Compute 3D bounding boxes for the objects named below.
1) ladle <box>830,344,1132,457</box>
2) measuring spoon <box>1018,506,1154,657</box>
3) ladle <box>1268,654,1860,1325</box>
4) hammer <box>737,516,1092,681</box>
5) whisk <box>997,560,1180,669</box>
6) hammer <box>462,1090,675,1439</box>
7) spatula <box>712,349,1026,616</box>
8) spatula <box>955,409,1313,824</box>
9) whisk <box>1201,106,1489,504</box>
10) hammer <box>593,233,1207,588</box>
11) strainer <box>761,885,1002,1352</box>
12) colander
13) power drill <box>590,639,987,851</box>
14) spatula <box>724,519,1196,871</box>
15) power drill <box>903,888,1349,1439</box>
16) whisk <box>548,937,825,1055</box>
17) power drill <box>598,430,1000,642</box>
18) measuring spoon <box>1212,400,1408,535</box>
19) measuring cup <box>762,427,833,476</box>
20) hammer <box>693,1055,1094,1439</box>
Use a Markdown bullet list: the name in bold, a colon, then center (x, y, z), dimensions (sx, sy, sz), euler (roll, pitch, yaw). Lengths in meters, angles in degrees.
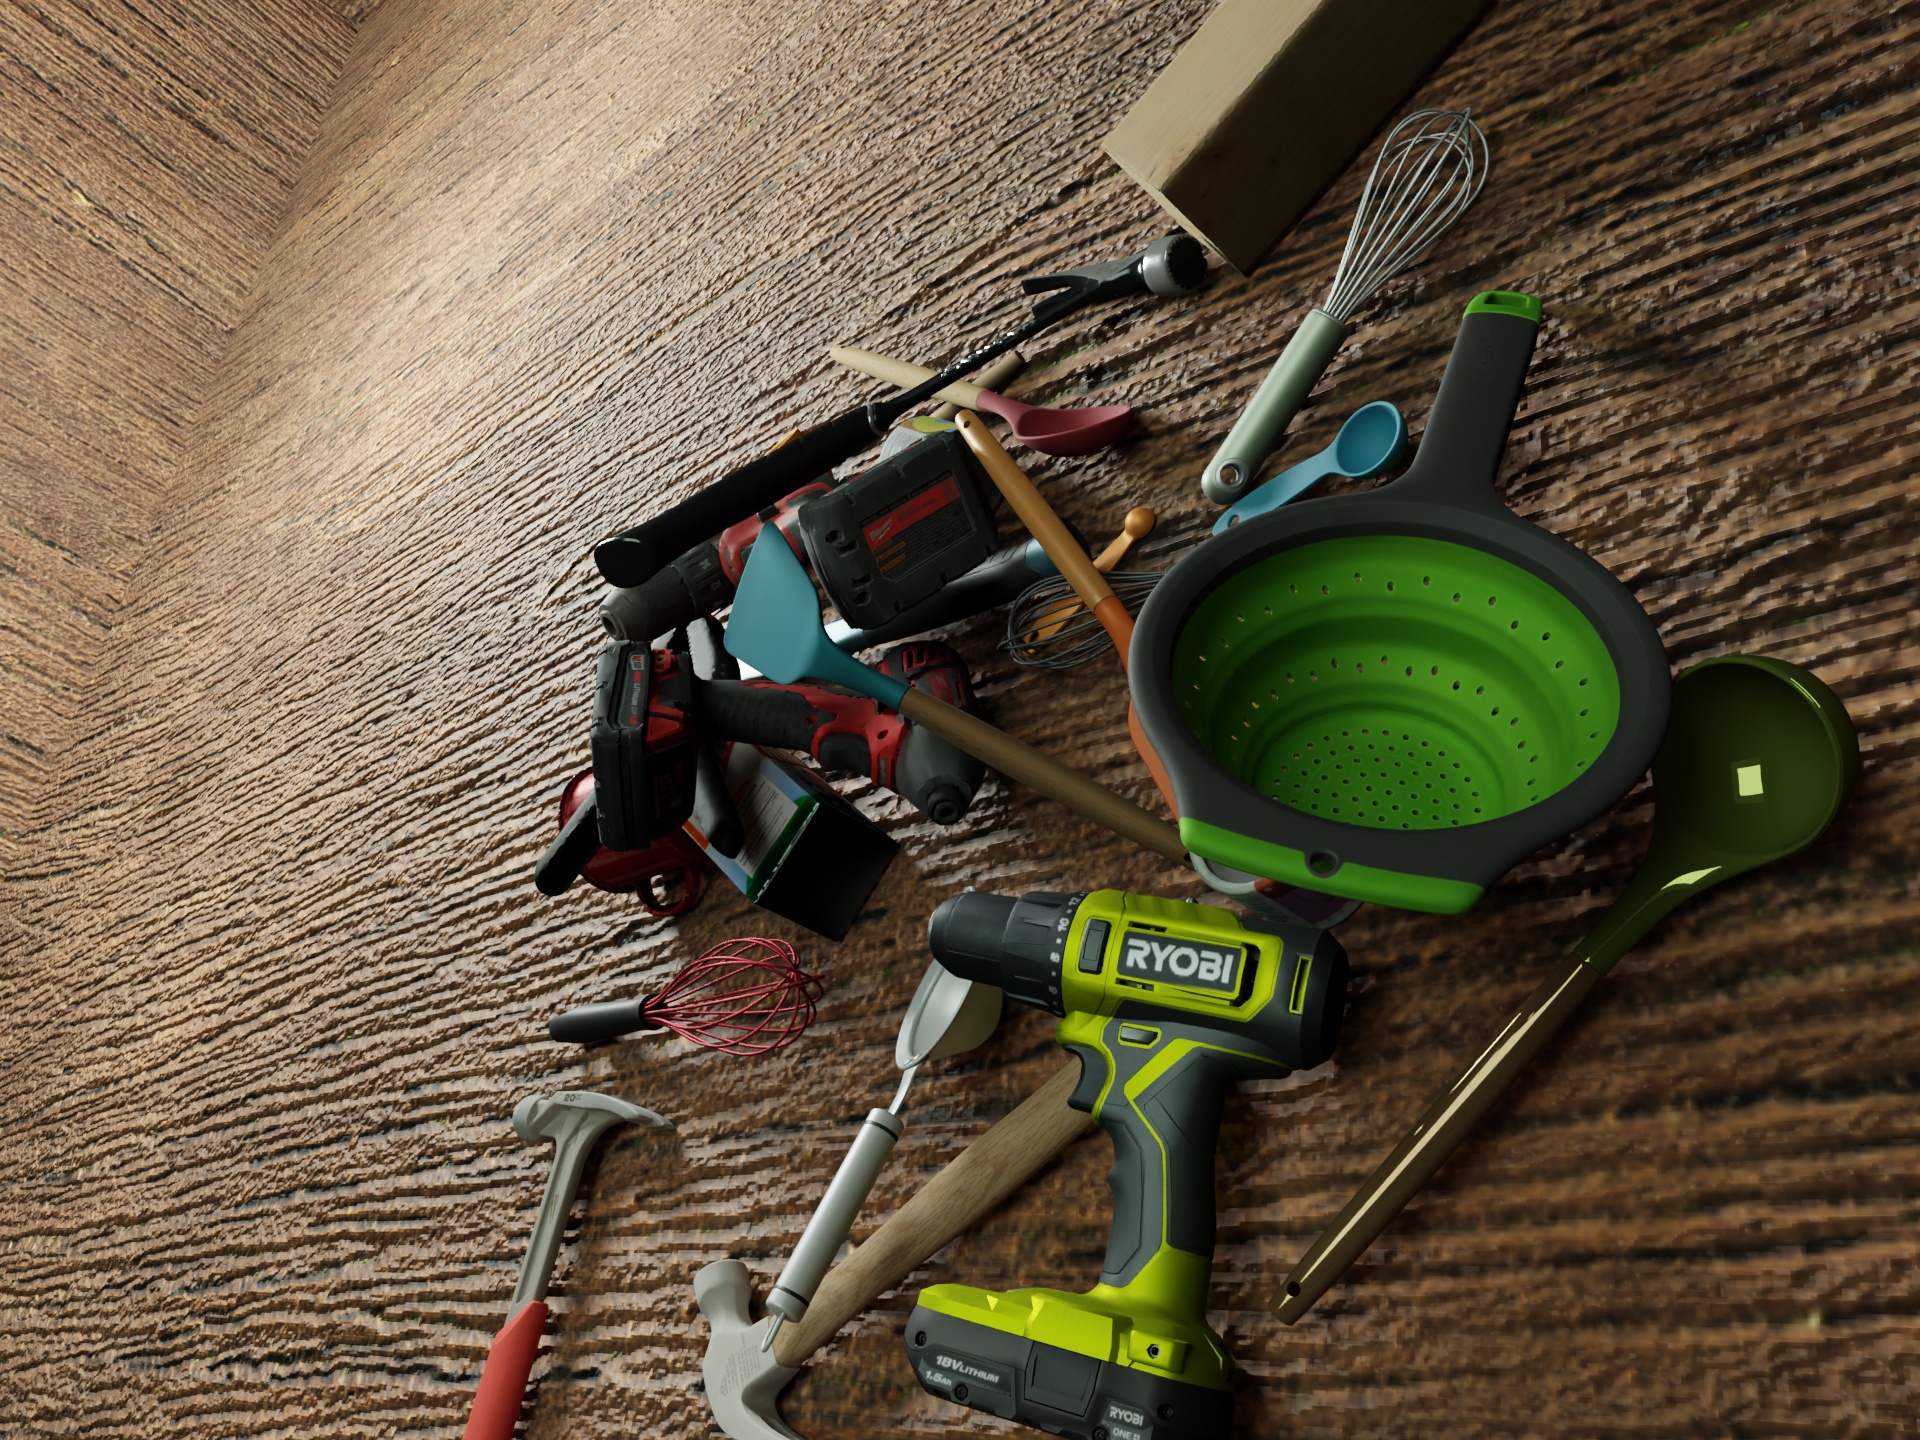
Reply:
- **ladle**: center (0.000, -0.219, 1.063), dimensions (0.069, 0.031, 0.316), euler (-24, 34, -28)
- **measuring spoon**: center (0.071, -0.082, 0.939), dimensions (0.117, 0.011, 0.021), euler (-48, 40, 14)
- **ladle**: center (0.219, 0.110, 0.610), dimensions (0.320, 0.062, 0.078), euler (-52, 45, 7)
- **hammer**: center (-0.046, -0.066, 1.033), dimensions (0.331, 0.033, 0.128), euler (-17, 55, 43)
- **whisk**: center (0.119, -0.073, 0.860), dimensions (0.239, 0.055, 0.055), euler (-16, 55, 34)
- **hammer**: center (-0.277, 0.410, 0.981), dimensions (0.149, 0.036, 0.359), euler (-9, 59, 44)
- **spatula**: center (-0.076, -0.163, 1.141), dimensions (0.316, 0.018, 0.060), euler (-36, 14, 24)
- **spatula**: center (0.072, -0.071, 0.853), dimensions (0.081, 0.041, 0.323), euler (-43, 49, 14)
- **whisk**: center (0.206, -0.224, 0.866), dimensions (0.246, 0.058, 0.059), euler (-57, 4, 8)
- **hammer**: center (-0.040, -0.188, 0.947), dimensions (0.409, 0.036, 0.149), euler (-35, 23, -25)
- **strainer**: center (-0.034, 0.200, 0.805), dimensions (0.258, 0.050, 0.087), euler (-59, 9, -30)
- **colander**: center (0.204, -0.051, 0.699), dimensions (0.204, 0.094, 0.397), euler (13, 49, 20)
- **power drill**: center (-0.095, 0.013, 0.908), dimensions (0.143, 0.219, 0.078), euler (-103, 13, -54)
- **spatula**: center (-0.001, -0.003, 0.838), dimensions (0.318, 0.044, 0.082), euler (29, 111, 17)
- **power drill**: center (0.055, 0.184, 0.696), dimensions (0.190, 0.080, 0.229), euler (7, 71, 24)
- **whisk**: center (-0.185, 0.184, 1.013), dimensions (0.296, 0.073, 0.073), euler (-19, 53, 46)
- **power drill**: center (-0.106, -0.103, 0.980), dimensions (0.188, 0.080, 0.227), euler (-35, 22, -30)
- **measuring spoon**: center (0.187, -0.125, 0.844), dimensions (0.128, 0.021, 0.042), euler (-30, 47, 44)
- **measuring cup**: center (-0.154, -0.158, 1.203), dimensions (0.095, 0.052, 0.173), euler (-50, 13, -27)
- **hammer**: center (-0.015, 0.254, 0.801), dimensions (0.331, 0.031, 0.130), euler (-44, 41, 18)
